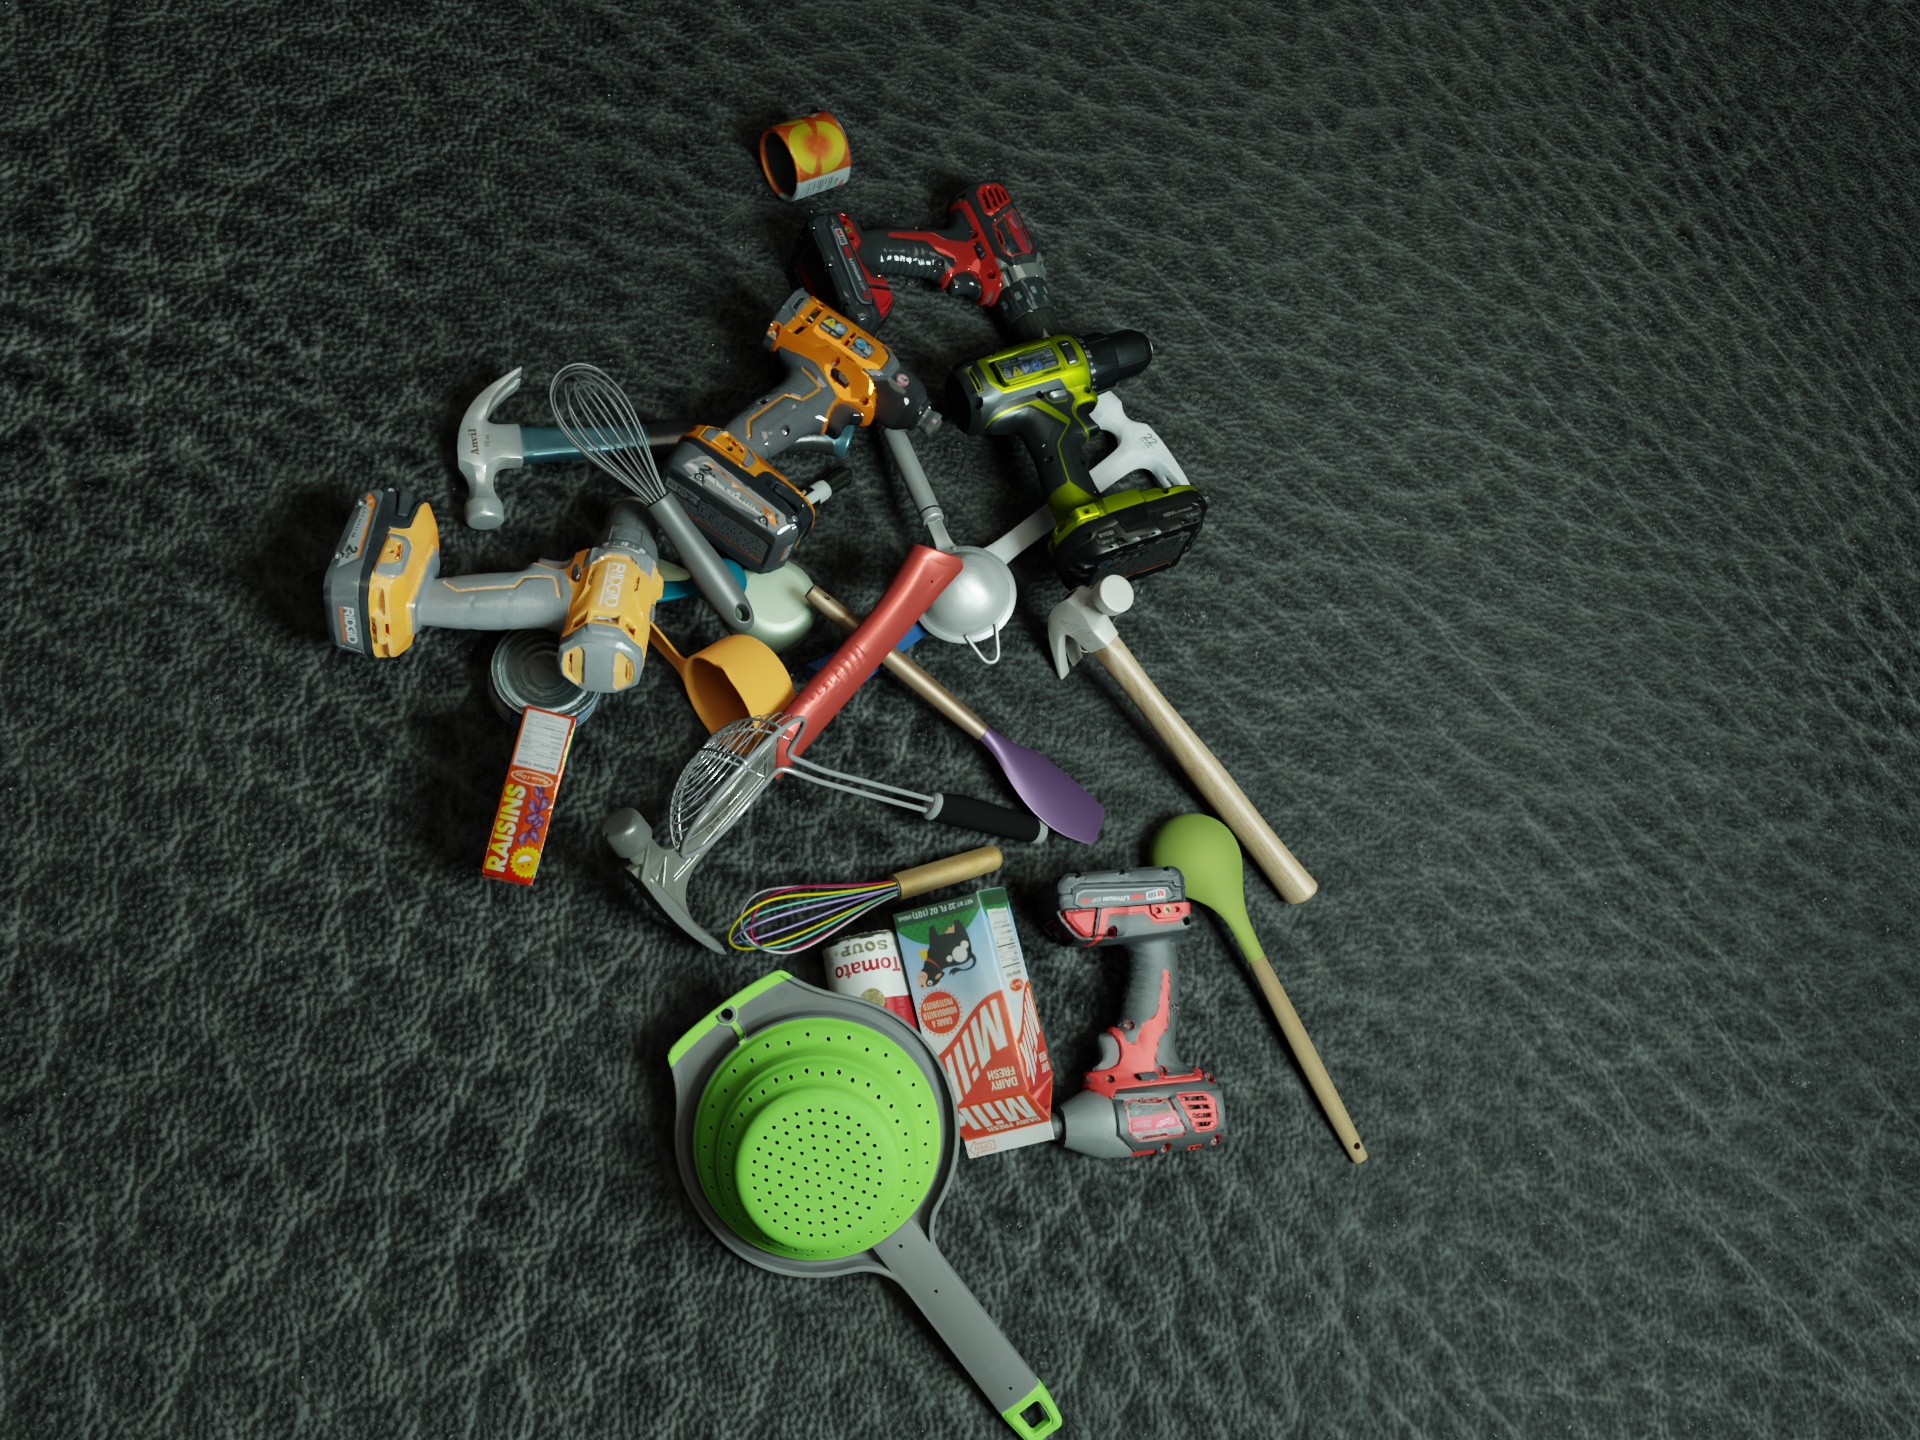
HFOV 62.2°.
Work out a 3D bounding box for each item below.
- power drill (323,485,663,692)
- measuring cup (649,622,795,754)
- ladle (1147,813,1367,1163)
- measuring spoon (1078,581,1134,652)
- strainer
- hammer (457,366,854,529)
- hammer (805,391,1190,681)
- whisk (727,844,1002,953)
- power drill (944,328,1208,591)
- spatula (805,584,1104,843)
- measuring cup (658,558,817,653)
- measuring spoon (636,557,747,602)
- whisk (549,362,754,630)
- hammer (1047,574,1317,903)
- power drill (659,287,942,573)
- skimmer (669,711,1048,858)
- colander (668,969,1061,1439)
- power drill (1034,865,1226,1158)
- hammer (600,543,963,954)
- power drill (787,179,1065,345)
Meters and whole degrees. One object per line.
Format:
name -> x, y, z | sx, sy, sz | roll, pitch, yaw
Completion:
power drill -> -0.337, -0.113, 1.191 | 0.226, 0.084, 0.186 | 8, 46, -7
measuring cup -> -0.196, -0.051, 1.250 | 0.052, 0.095, 0.174 | -33, 66, -30
ladle -> 0.253, 0.223, 1.327 | 0.078, 0.062, 0.320 | -27, 89, -20
measuring spoon -> 0.137, -0.107, 1.413 | 0.034, 0.018, 0.124 | 32, 71, 4
strainer -> -0.023, -0.164, 1.327 | 0.087, 0.050, 0.259 | -22, 67, -5
hammer -> -0.245, -0.230, 1.312 | 0.331, 0.033, 0.128 | -7, 75, -21
hammer -> 0.036, -0.139, 1.367 | 0.405, 0.035, 0.144 | -39, 78, -25
whisk -> -0.068, 0.133, 1.225 | 0.245, 0.051, 0.047 | -14, 108, -33
power drill -> 0.115, -0.235, 1.365 | 0.190, 0.080, 0.229 | -19, 69, -18
spatula -> -0.002, -0.004, 1.294 | 0.315, 0.018, 0.060 | 40, 45, -13
measuring cup -> -0.194, -0.110, 1.283 | 0.167, 0.038, 0.083 | 19, 67, -14
measuring spoon -> -0.232, -0.107, 1.248 | 0.128, 0.021, 0.042 | -9, 58, -12
whisk -> -0.230, -0.164, 1.203 | 0.055, 0.055, 0.238 | -44, 110, -26
hammer -> 0.189, 0.024, 1.340 | 0.031, 0.130, 0.331 | -43, 100, -26
power drill -> -0.124, -0.230, 1.290 | 0.164, 0.084, 0.226 | 34, 62, -3
skimmer -> -0.056, 0.072, 1.176 | 0.363, 0.127, 0.090 | 17, 30, -41
colander -> -0.051, 0.364, 1.110 | 0.204, 0.094, 0.397 | -37, 95, -2
power drill -> 0.124, 0.231, 1.253 | 0.143, 0.078, 0.220 | -4, 77, -13
hammer -> -0.114, 0.004, 1.210 | 0.359, 0.037, 0.149 | -50, 135, -21
power drill -> -0.020, -0.381, 1.420 | 0.226, 0.080, 0.188 | -18, 79, -26
